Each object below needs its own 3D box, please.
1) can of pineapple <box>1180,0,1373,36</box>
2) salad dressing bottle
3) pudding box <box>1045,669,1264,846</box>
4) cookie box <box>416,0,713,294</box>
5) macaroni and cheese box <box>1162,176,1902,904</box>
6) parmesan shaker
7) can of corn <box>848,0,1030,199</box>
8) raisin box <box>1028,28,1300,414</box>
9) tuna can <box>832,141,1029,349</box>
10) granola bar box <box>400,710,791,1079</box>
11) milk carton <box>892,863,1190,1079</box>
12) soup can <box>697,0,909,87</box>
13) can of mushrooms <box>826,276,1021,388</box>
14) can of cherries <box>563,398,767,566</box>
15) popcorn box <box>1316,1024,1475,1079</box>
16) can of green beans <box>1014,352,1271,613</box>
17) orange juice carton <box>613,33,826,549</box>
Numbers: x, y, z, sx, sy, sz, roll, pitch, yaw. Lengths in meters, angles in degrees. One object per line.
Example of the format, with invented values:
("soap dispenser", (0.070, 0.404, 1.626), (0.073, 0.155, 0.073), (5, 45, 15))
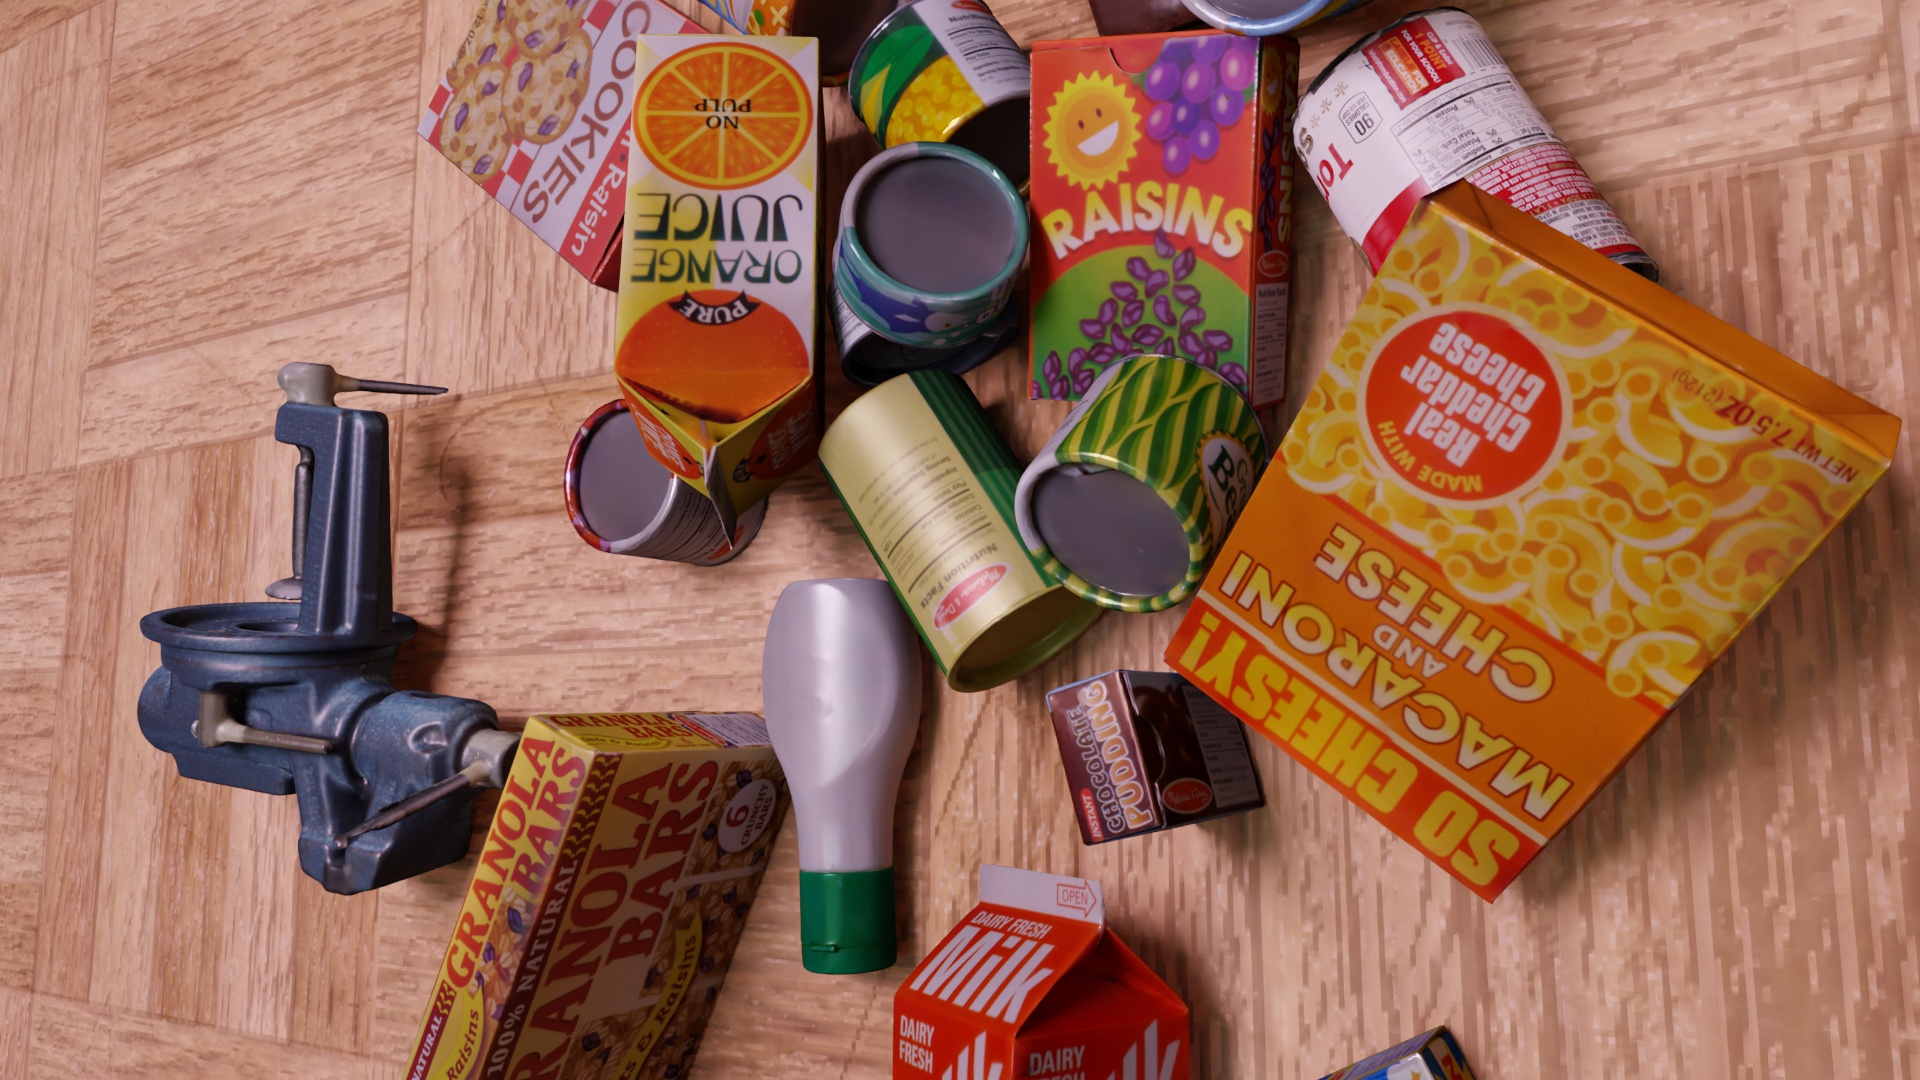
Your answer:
("can of pineapple", (0.099, -0.186, 0.408), (0.071, 0.058, 0.070), (17, 123, 29))
("salad dressing bottle", (-0.045, 0.090, 0.539), (0.064, 0.044, 0.147), (-5, 82, 25))
("pudding box", (0.065, 0.068, 0.450), (0.030, 0.084, 0.050), (-22, 73, 29))
("cookie box", (-0.180, -0.208, 0.664), (0.168, 0.040, 0.122), (40, 104, 29))
("macaroni and cheese box", (0.146, 0.004, 0.389), (0.124, 0.040, 0.165), (37, 128, 19))
("parmesan shaker", (0.002, -0.006, 0.510), (0.071, 0.071, 0.103), (-42, 64, 20))
("can of corn", (-0.002, -0.163, 0.534), (0.071, 0.071, 0.058), (-42, 65, 21))
("raisin box", (0.068, -0.109, 0.479), (0.086, 0.040, 0.123), (8, 104, 33))
("tuna can", (-0.008, -0.102, 0.484), (0.071, 0.032, 0.071), (3, 69, -9))
("granola bar box", (-0.136, 0.148, 0.539), (0.039, 0.124, 0.165), (24, 96, 31))
("milk carton", (0.025, 0.204, 0.450), (0.072, 0.073, 0.190), (-12, 76, 56))
("soup can", (-0.073, -0.240, 0.584), (0.084, 0.071, 0.071), (43, 106, 28))
("can of mushrooms", (-0.015, -0.087, 0.532), (0.071, 0.071, 0.033), (-24, 71, 27))
("can of cherries", (-0.128, -0.026, 0.596), (0.071, 0.058, 0.071), (-4, 82, 31))
("popcorn box", (0.136, 0.223, 0.411), (0.085, 0.038, 0.127), (-36, 67, 24))
("can of green beans", (0.059, -0.018, 0.454), (0.071, 0.058, 0.071), (20, 137, 20))
("orange juice carton", (-0.090, -0.097, 0.541), (0.073, 0.071, 0.193), (0, 69, -3))
